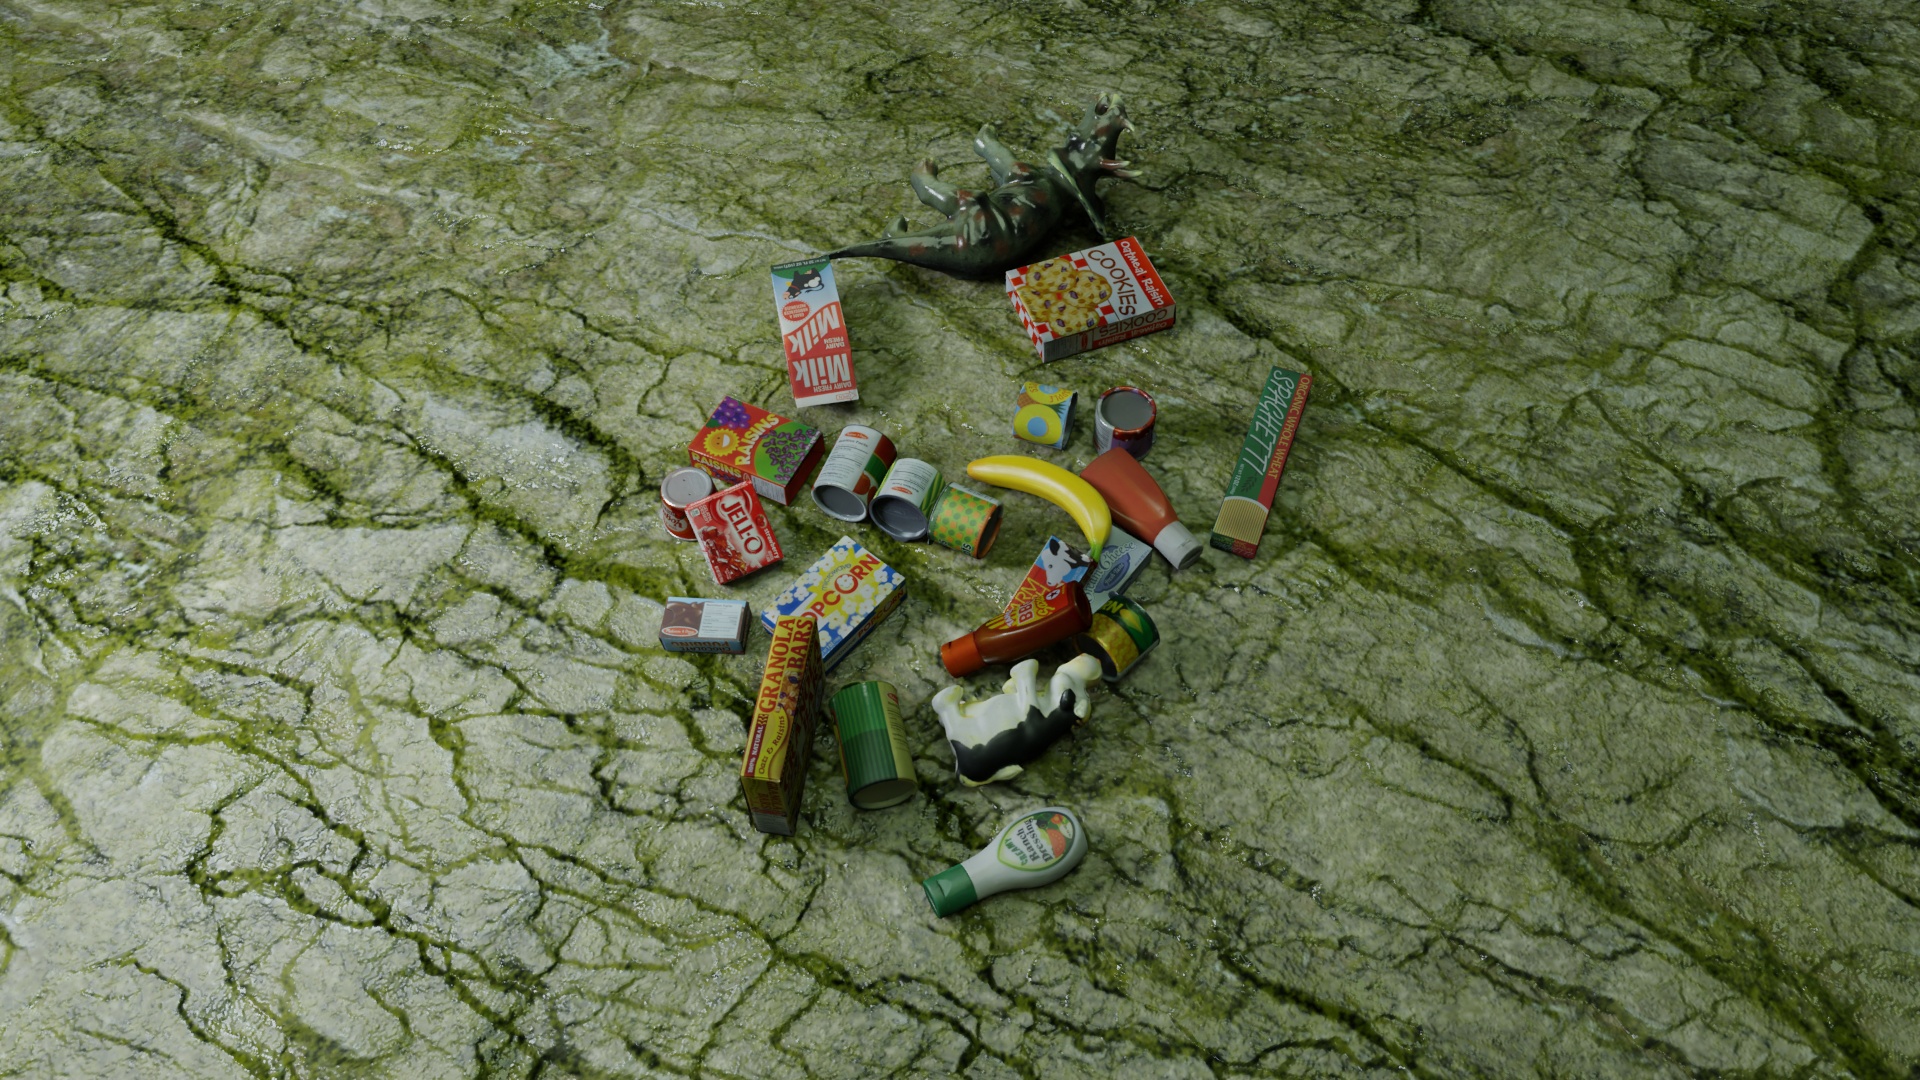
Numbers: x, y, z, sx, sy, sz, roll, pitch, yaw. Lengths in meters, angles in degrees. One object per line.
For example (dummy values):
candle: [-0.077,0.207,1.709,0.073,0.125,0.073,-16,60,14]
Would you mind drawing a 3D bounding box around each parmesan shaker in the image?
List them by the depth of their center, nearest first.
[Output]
parmesan shaker: [-0.083,0.190,1.294,0.071,0.071,0.103,-11,56,-7]

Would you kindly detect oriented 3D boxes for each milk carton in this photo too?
milk carton: [-0.166,-0.228,1.584,0.072,0.073,0.191,-10,56,-6]

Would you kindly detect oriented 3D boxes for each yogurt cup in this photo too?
yogurt cup: [-0.285,-0.041,1.468,0.072,0.053,0.073,0,55,0]

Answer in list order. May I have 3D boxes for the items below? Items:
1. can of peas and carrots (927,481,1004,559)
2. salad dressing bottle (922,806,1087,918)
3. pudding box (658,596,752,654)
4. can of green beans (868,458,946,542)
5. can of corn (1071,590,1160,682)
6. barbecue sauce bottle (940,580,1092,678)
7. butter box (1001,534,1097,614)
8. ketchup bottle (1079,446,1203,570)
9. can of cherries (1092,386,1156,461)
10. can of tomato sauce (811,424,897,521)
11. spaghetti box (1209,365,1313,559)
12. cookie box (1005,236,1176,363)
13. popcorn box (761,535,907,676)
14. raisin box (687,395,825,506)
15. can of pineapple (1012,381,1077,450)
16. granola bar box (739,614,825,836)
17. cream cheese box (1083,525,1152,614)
can of peas and carrots: [0.005,-0.018,1.442,0.059,0.070,0.071,22,59,15]
salad dressing bottle: [0.040,0.289,1.240,0.148,0.043,0.064,-23,57,-14]
pudding box: [-0.256,0.085,1.394,0.084,0.030,0.050,2,57,3]
can of green beans: [-0.055,-0.044,1.456,0.071,0.071,0.058,17,51,12]
can of corn: [0.150,0.094,1.359,0.058,0.070,0.071,-39,63,-22]
barbecue sauce bottle: [0.054,0.090,1.346,0.148,0.043,0.065,-25,19,16]
butter box: [0.088,0.052,1.391,0.053,0.024,0.103,31,86,23]
ketchup bottle: [0.193,-0.032,1.460,0.065,0.043,0.149,-35,62,-12]
can of cherries: [0.181,-0.127,1.517,0.071,0.058,0.072,-1,56,1]
can of tomato sauce: [-0.112,-0.070,1.480,0.071,0.070,0.083,16,58,12]
spaghetti box: [0.329,-0.090,1.508,0.050,0.028,0.251,18,58,12]
cookie box: [0.153,-0.285,1.639,0.168,0.040,0.123,-17,56,-9]
popcorn box: [-0.126,0.065,1.401,0.085,0.038,0.127,35,62,23]
raisin box: [-0.222,-0.099,1.516,0.123,0.040,0.086,21,59,13]
can of pineapple: [0.093,-0.139,1.520,0.058,0.070,0.071,14,57,10]
granola bar box: [-0.161,0.170,1.277,0.039,0.123,0.166,6,56,4]
cream cheese box: [0.147,0.036,1.426,0.053,0.024,0.104,31,61,22]
